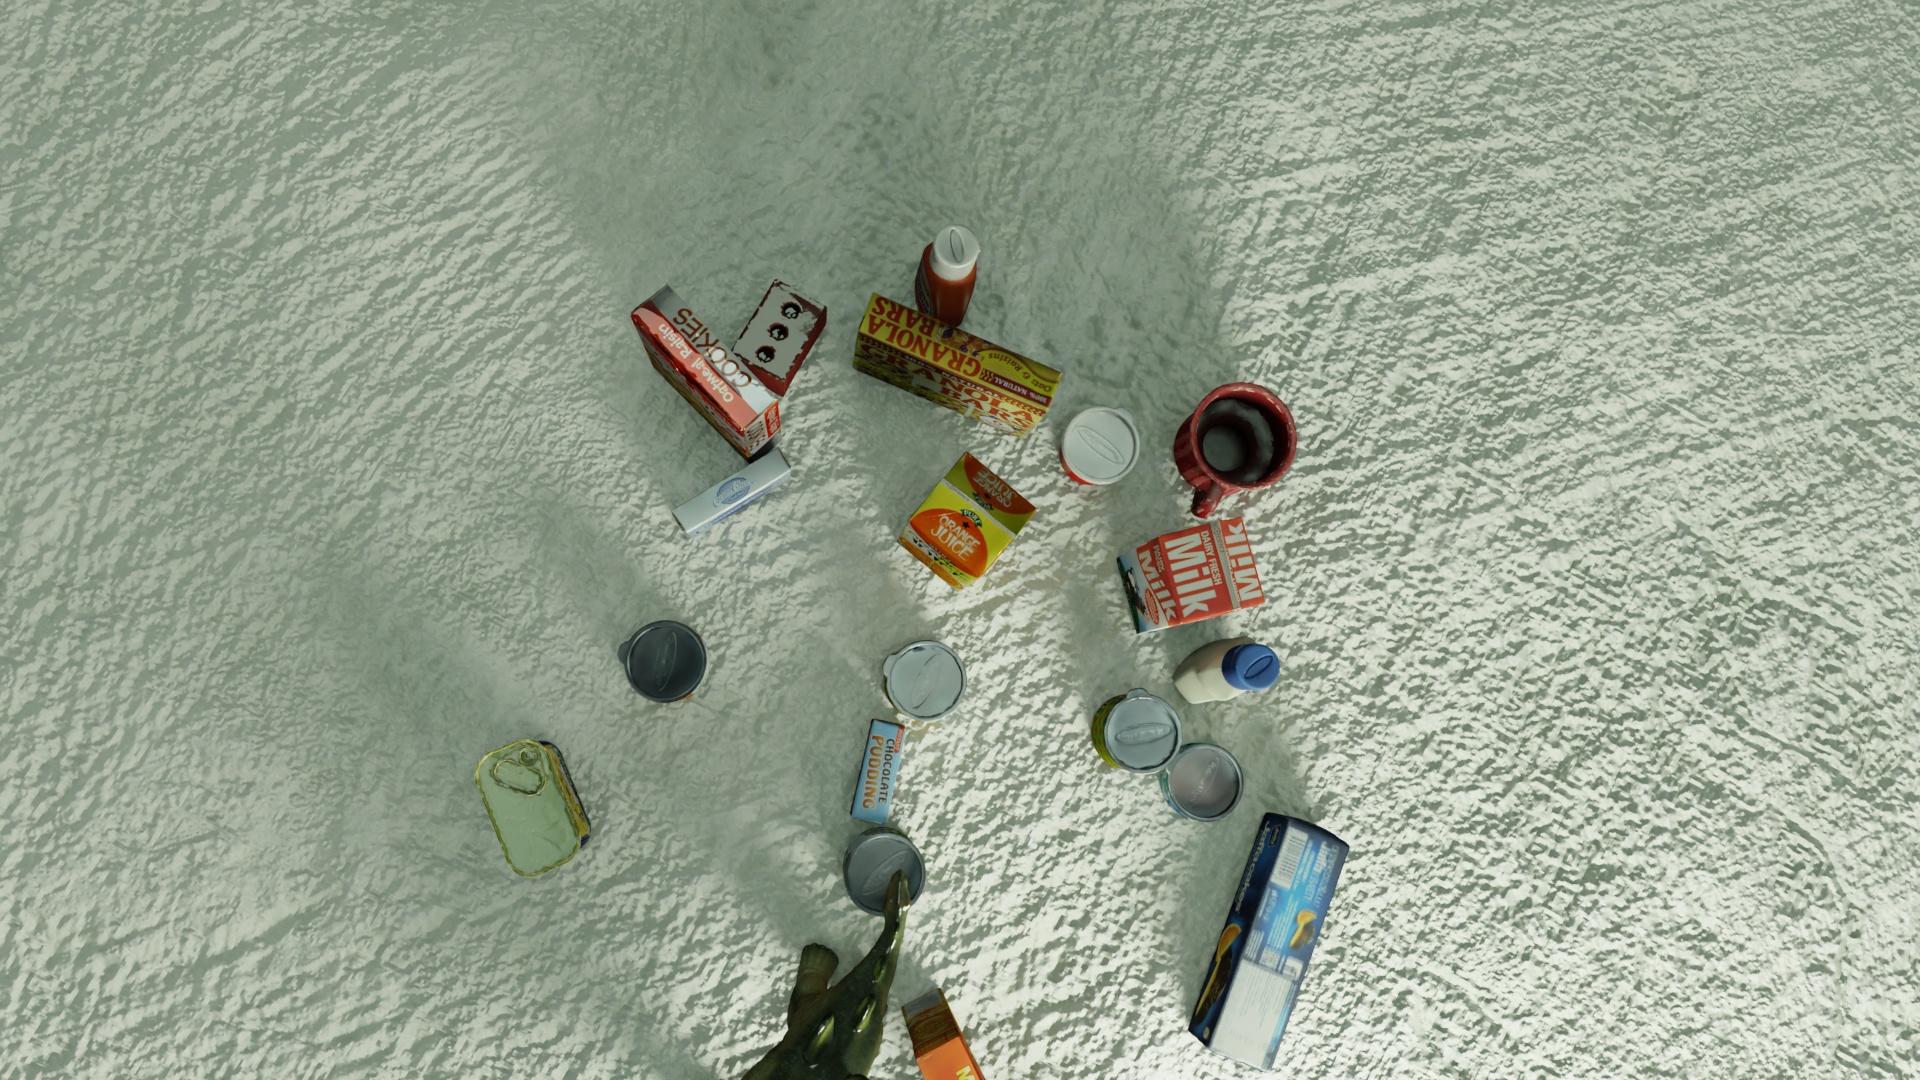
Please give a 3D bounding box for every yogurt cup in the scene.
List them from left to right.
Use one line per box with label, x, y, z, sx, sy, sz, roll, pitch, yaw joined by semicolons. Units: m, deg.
yogurt cup;0.117;-0.079;1.202;0.072;0.054;0.072;1;83;-6

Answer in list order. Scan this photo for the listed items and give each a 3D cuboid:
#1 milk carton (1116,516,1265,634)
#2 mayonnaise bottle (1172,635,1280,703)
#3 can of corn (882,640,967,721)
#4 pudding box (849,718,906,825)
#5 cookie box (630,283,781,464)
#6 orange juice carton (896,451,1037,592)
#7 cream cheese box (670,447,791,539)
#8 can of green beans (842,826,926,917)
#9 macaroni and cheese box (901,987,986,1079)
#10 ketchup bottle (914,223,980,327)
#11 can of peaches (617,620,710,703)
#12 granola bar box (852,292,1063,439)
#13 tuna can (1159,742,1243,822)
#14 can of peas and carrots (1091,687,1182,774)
milk carton;0.189;0.029;1.128;0.073;0.190;0.072;-13;85;-8
mayonnaise bottle;0.221;0.106;1.143;0.065;0.148;0.041;-36;89;-9
can of corn;-0.033;0.116;1.158;0.071;0.058;0.071;1;83;-6
pudding box;-0.068;0.191;1.149;0.030;0.049;0.084;13;82;-5
cookie box;-0.200;-0.127;1.114;0.040;0.167;0.123;-44;90;-9
orange juice carton;0.004;-0.014;1.110;0.072;0.192;0.073;40;81;-1
cream cheese box;-0.190;-0.039;1.162;0.104;0.053;0.024;-32;88;-9
can of green beans;-0.063;0.270;1.135;0.071;0.057;0.071;1;83;-6
macaroni and cheese box;0.001;0.424;1.069;0.040;0.166;0.123;-25;87;-9
ketchup bottle;-0.010;-0.223;1.157;0.043;0.148;0.065;-11;85;-8
can of peaches;-0.241;0.099;1.136;0.071;0.058;0.071;1;83;-6
granola bar box;-0.007;-0.142;1.160;0.165;0.124;0.039;23;82;-3
tuna can;0.203;0.205;1.187;0.071;0.033;0.071;1;83;-6
can of peas and carrots;0.147;0.160;1.173;0.071;0.058;0.071;1;83;-6
